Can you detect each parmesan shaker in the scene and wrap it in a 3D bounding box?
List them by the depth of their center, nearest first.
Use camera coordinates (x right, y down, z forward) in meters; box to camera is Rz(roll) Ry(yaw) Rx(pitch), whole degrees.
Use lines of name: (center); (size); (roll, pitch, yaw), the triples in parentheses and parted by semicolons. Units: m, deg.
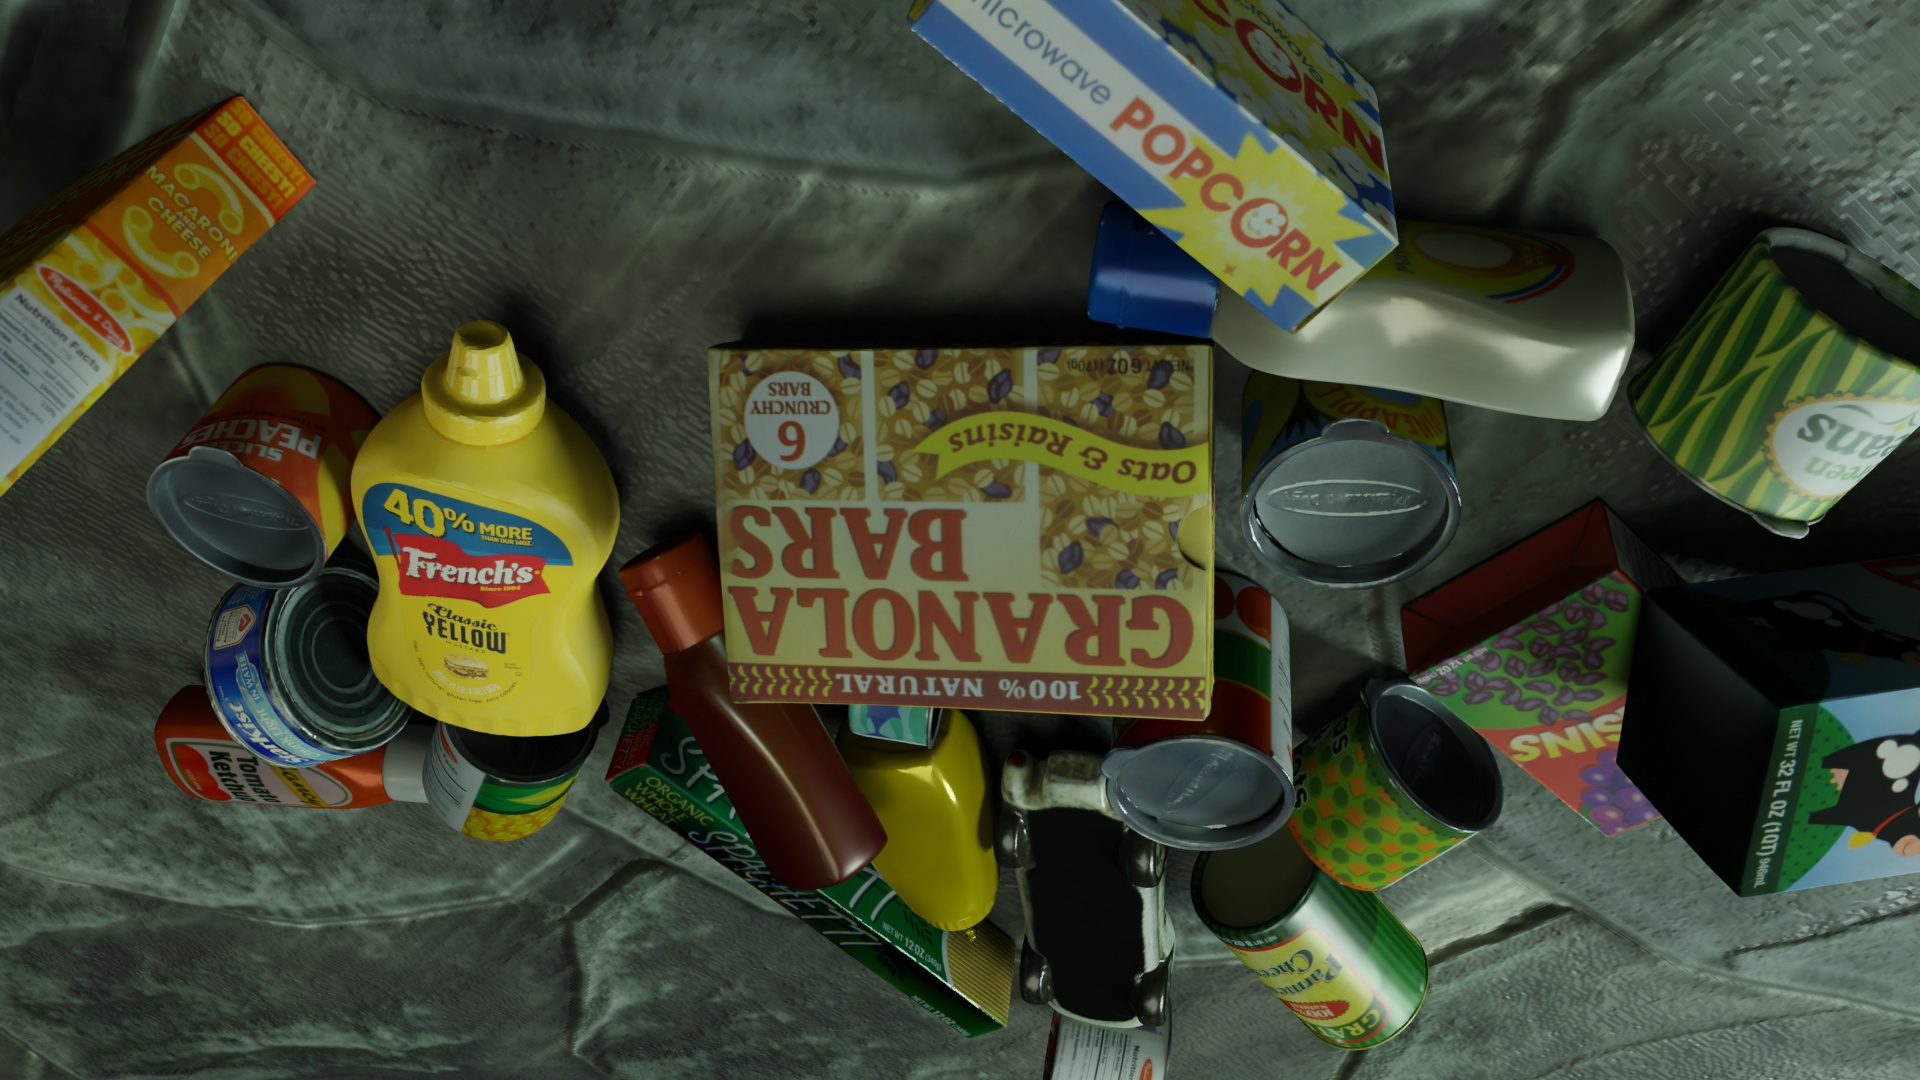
parmesan shaker: (0.155, 0.175, 0.627); (0.071, 0.072, 0.103); (-25, 124, 30)

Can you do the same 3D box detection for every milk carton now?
milk carton: (0.321, 0.050, 0.442); (0.191, 0.074, 0.072); (-6, 116, -5)

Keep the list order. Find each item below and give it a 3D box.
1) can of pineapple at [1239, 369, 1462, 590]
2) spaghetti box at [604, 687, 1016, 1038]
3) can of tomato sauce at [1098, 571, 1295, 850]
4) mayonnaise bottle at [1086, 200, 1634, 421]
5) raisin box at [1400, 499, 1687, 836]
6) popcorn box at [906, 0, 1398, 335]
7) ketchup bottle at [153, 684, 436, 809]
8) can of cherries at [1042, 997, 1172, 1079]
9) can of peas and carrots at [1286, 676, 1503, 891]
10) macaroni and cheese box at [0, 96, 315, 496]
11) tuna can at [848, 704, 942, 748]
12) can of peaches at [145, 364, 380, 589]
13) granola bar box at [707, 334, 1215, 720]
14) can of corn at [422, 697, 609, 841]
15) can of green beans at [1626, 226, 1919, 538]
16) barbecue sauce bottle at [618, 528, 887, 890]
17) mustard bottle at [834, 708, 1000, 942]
can of pineapple: (0.124, -0.028, 0.446); (0.071, 0.058, 0.070); (6, 134, 6)
spaghetti box: (-0.063, 0.159, 0.667); (0.028, 0.050, 0.249); (-29, 121, 31)
can of tomato sauce: (0.089, 0.062, 0.521); (0.071, 0.083, 0.070); (6, 134, 6)
mayonnaise bottle: (0.113, -0.072, 0.406); (0.148, 0.065, 0.041); (10, 131, 8)
raisin box: (0.236, 0.051, 0.512); (0.123, 0.040, 0.085); (36, 129, -20)
popcorn box: (0.052, -0.122, 0.353); (0.126, 0.085, 0.038); (34, 130, -19)
ketchup bottle: (-0.303, 0.103, 0.668); (0.149, 0.044, 0.064); (4, 133, 7)
can of cherries: (0.077, 0.269, 0.734); (0.058, 0.072, 0.071); (10, 134, 3)
can of peas and carrots: (0.167, 0.095, 0.550); (0.071, 0.071, 0.058); (27, 133, -14)
macaroni and cheese box: (-0.289, -0.062, 0.422); (0.123, 0.167, 0.040); (-17, 127, 25)
tuna can: (-0.021, 0.043, 0.539); (0.033, 0.071, 0.070); (9, 134, 4)
can of peaches: (-0.260, -0.026, 0.526); (0.071, 0.058, 0.070); (6, 133, 7)
granola bar box: (0.002, -0.006, 0.467); (0.165, 0.039, 0.124); (1, 103, 11)
can of corn: (-0.200, 0.093, 0.623); (0.071, 0.071, 0.058); (25, 133, -12)
can of green beans: (0.239, -0.047, 0.398); (0.071, 0.071, 0.057); (19, 133, -7)
barbecue sauce bottle: (-0.086, 0.068, 0.558); (0.064, 0.044, 0.148); (-11, 110, 52)
mustard bottle: (-0.012, 0.135, 0.635); (0.065, 0.049, 0.159); (4, 135, 20)
